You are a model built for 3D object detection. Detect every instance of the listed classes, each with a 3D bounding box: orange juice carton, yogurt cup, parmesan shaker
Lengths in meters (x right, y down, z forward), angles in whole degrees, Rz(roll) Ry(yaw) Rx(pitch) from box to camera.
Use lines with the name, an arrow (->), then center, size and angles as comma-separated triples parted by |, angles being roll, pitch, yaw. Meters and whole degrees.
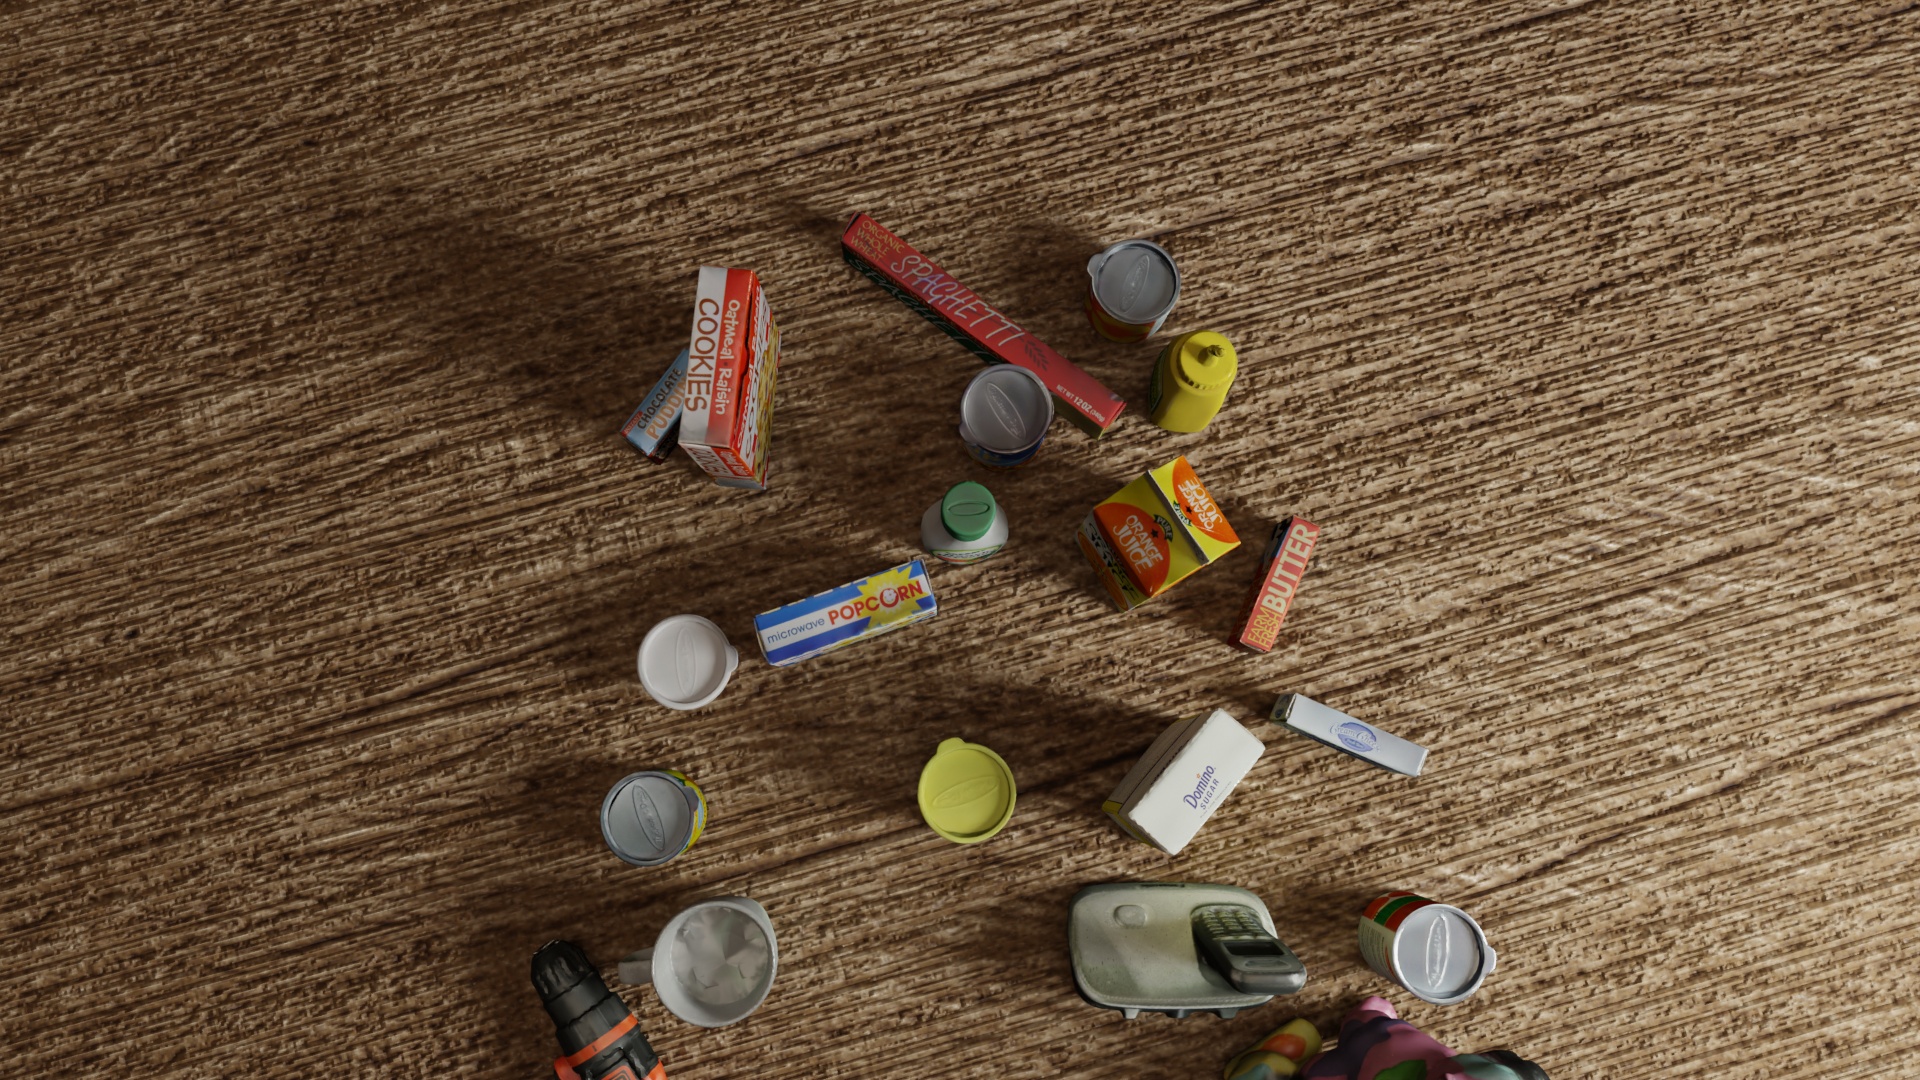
orange juice carton -> 0.135, -0.003, 0.963 | 0.073, 0.192, 0.072 | -31, 84, -5
yogurt cup -> -0.197, 0.089, 1.014 | 0.072, 0.054, 0.072 | 0, 82, -1
parmesan shaker -> 0.003, 0.173, 0.981 | 0.071, 0.103, 0.071 | 0, 82, -1

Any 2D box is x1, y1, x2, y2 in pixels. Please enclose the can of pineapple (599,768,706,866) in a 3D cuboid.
can of pineapple -> -0.217, 0.197, 0.996 | 0.071, 0.058, 0.071 | 0, 82, -1

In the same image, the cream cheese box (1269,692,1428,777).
cream cheese box -> 0.282, 0.142, 1.015 | 0.104, 0.053, 0.024 | 23, 83, 2

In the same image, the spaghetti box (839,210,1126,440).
spaghetti box -> 0.015, -0.162, 1.055 | 0.250, 0.050, 0.029 | 36, 83, 4

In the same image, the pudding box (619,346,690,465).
pudding box -> -0.216, -0.100, 1.042 | 0.030, 0.049, 0.084 | 36, 83, 4

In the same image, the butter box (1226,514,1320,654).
butter box -> 0.232, 0.034, 1.029 | 0.024, 0.053, 0.103 | 24, 82, 2

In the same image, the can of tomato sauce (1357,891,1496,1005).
can of tomato sauce -> 0.327, 0.285, 0.981 | 0.071, 0.083, 0.071 | 0, 82, -1

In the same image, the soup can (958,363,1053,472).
soup can -> 0.030, -0.087, 1.027 | 0.071, 0.083, 0.071 | 0, 82, -1

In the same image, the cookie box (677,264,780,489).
cookie box -> -0.159, -0.110, 0.985 | 0.040, 0.167, 0.123 | 5, 82, 0

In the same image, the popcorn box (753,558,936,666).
popcorn box -> -0.081, 0.054, 1.005 | 0.127, 0.085, 0.038 | -19, 83, -3

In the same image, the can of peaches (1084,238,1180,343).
can of peaches -> 0.128, -0.190, 1.056 | 0.071, 0.058, 0.071 | 0, 82, -1

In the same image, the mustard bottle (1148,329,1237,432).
mustard bottle -> 0.168, -0.120, 0.996 | 0.049, 0.160, 0.065 | 7, 83, 0

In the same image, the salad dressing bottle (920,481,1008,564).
salad dressing bottle -> 0.004, -0.012, 0.984 | 0.064, 0.147, 0.044 | -3, 83, -1
